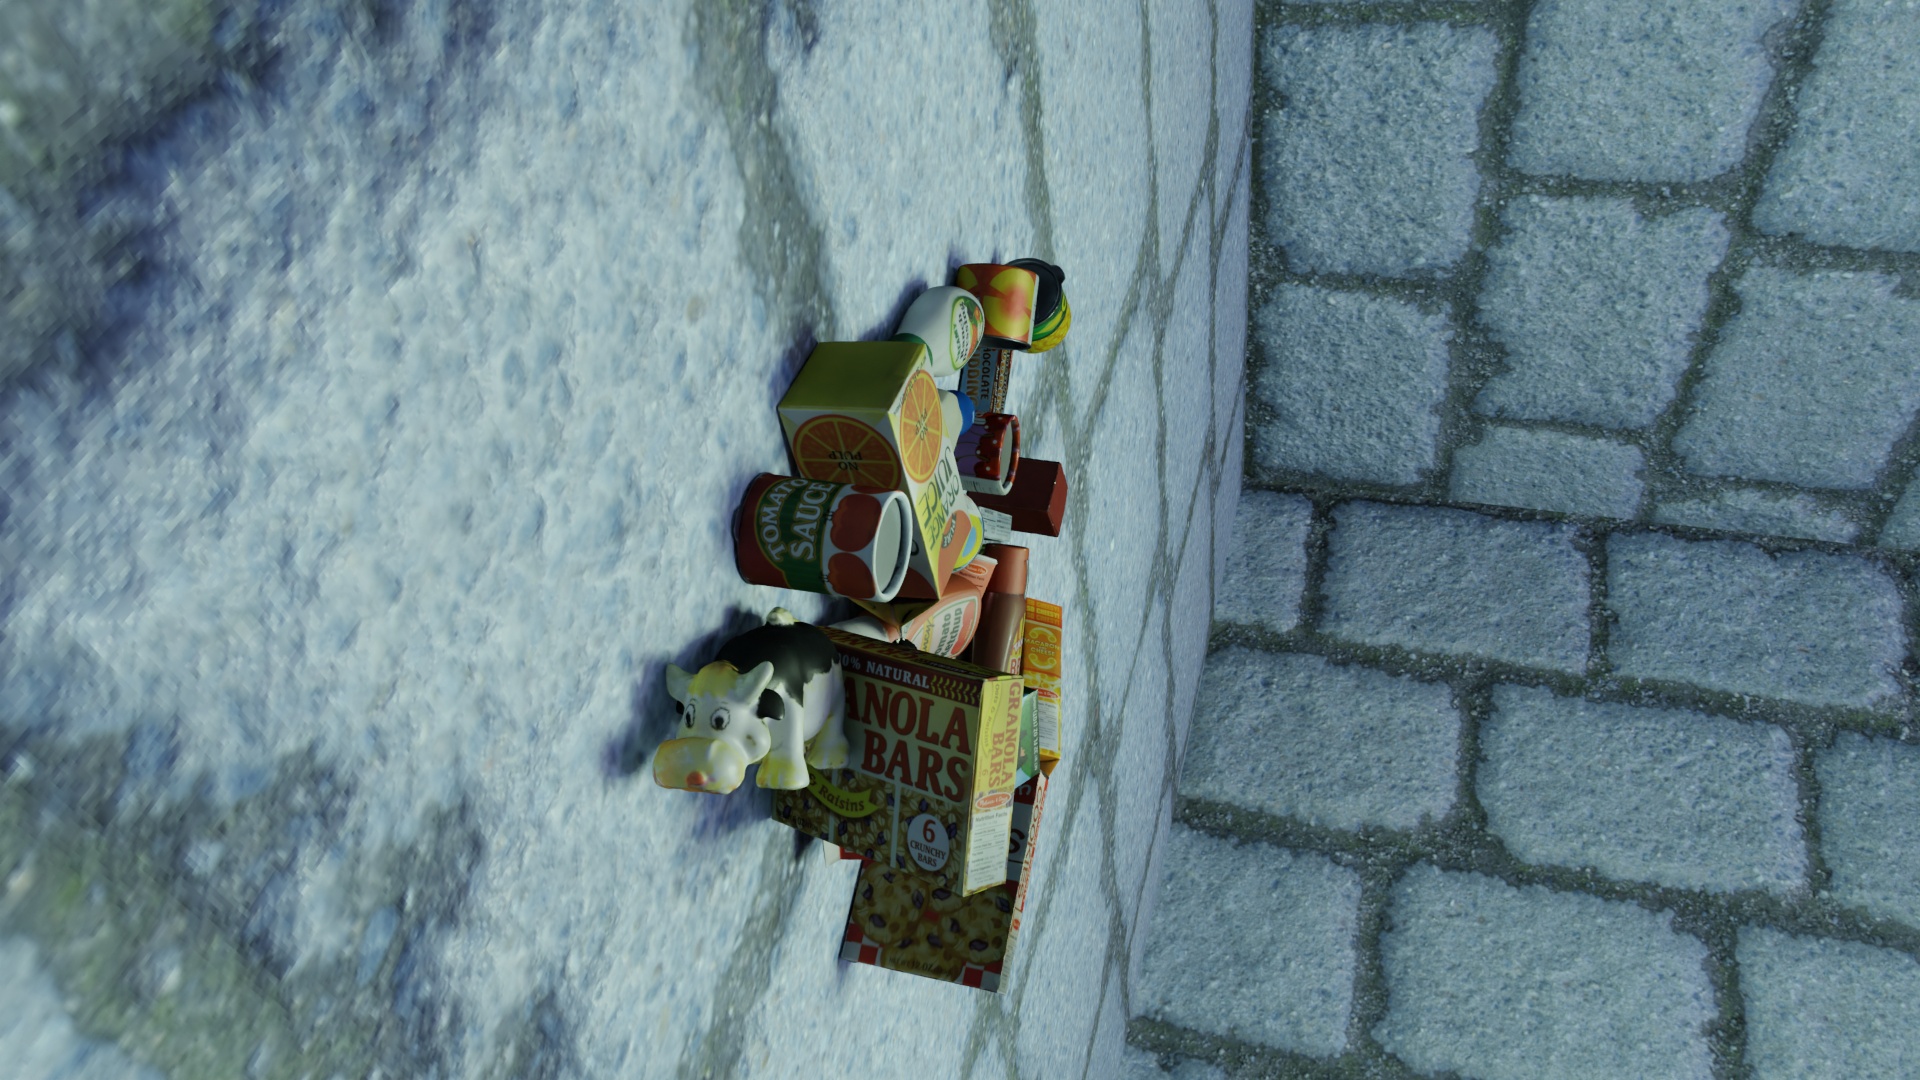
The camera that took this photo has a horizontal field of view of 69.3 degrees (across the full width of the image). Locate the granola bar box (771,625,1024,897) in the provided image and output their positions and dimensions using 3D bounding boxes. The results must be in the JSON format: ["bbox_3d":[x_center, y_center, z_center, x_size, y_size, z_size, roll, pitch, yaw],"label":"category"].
[{"bbox_3d":[-0.042,0.126,0.829,0.039,0.165,0.124,0,97,-49],"label":"granola bar box"}]

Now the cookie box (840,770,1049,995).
[{"bbox_3d":[-0.010,0.249,1.062,0.040,0.123,0.168,63,38,-65],"label":"cookie box"}]

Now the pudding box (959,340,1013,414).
[{"bbox_3d":[0.021,-0.137,1.169,0.049,0.030,0.084,28,70,-74],"label":"pudding box"}]

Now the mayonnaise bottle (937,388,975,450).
[{"bbox_3d":[-0.027,-0.082,1.013,0.148,0.041,0.064,-40,135,-68],"label":"mayonnaise bottle"}]

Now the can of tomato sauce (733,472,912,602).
[{"bbox_3d":[-0.077,-0.003,0.795,0.071,0.083,0.071,6,91,-74],"label":"can of tomato sauce"}]

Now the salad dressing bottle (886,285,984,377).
[{"bbox_3d":[-0.025,-0.139,0.986,0.148,0.044,0.064,-52,144,-60],"label":"salad dressing bottle"}]

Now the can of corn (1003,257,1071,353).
[{"bbox_3d":[0.063,-0.204,1.209,0.058,0.071,0.071,51,48,-69],"label":"can of corn"}]

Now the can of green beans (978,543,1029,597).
[{"bbox_3d":[0.023,0.036,1.199,0.071,0.058,0.071,6,91,-74],"label":"can of green beans"}]

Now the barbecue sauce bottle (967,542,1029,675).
[{"bbox_3d":[0.029,0.077,1.122,0.065,0.044,0.148,-7,103,-79],"label":"barbecue sauce bottle"}]

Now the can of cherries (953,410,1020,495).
[{"bbox_3d":[0.013,-0.075,1.115,0.071,0.058,0.071,6,91,-74],"label":"can of cherries"}]

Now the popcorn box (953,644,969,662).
[{"bbox_3d":[-0.027,0.117,1.100,0.127,0.038,0.085,-9,106,-73],"label":"popcorn box"}]

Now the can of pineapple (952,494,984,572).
[{"bbox_3d":[-0.022,-0.007,1.014,0.058,0.071,0.071,16,81,-73],"label":"can of pineapple"}]

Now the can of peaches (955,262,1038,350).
[{"bbox_3d":[0.025,-0.185,1.102,0.071,0.071,0.058,8,89,-74],"label":"can of peaches"}]

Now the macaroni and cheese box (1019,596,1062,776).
[{"bbox_3d":[0.050,0.151,1.214,0.167,0.040,0.123,-86,-165,-45],"label":"macaroni and cheese box"}]

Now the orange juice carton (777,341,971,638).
[{"bbox_3d":[-0.046,-0.028,0.881,0.072,0.073,0.191,-66,151,-44],"label":"orange juice carton"}]

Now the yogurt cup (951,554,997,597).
[{"bbox_3d":[-0.011,0.031,1.076,0.072,0.072,0.054,19,87,-73],"label":"yogurt cup"}]

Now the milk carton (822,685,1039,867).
[{"bbox_3d":[-0.029,0.160,0.981,0.191,0.073,0.072,-23,118,-45],"label":"milk carton"}]

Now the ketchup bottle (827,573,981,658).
[{"bbox_3d":[-0.043,0.063,0.963,0.149,0.043,0.064,-13,126,-57],"label":"ketchup bottle"}]

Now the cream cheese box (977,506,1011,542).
[{"bbox_3d":[0.004,-0.014,1.121,0.104,0.053,0.024,11,85,-74],"label":"cream cheese box"}]
